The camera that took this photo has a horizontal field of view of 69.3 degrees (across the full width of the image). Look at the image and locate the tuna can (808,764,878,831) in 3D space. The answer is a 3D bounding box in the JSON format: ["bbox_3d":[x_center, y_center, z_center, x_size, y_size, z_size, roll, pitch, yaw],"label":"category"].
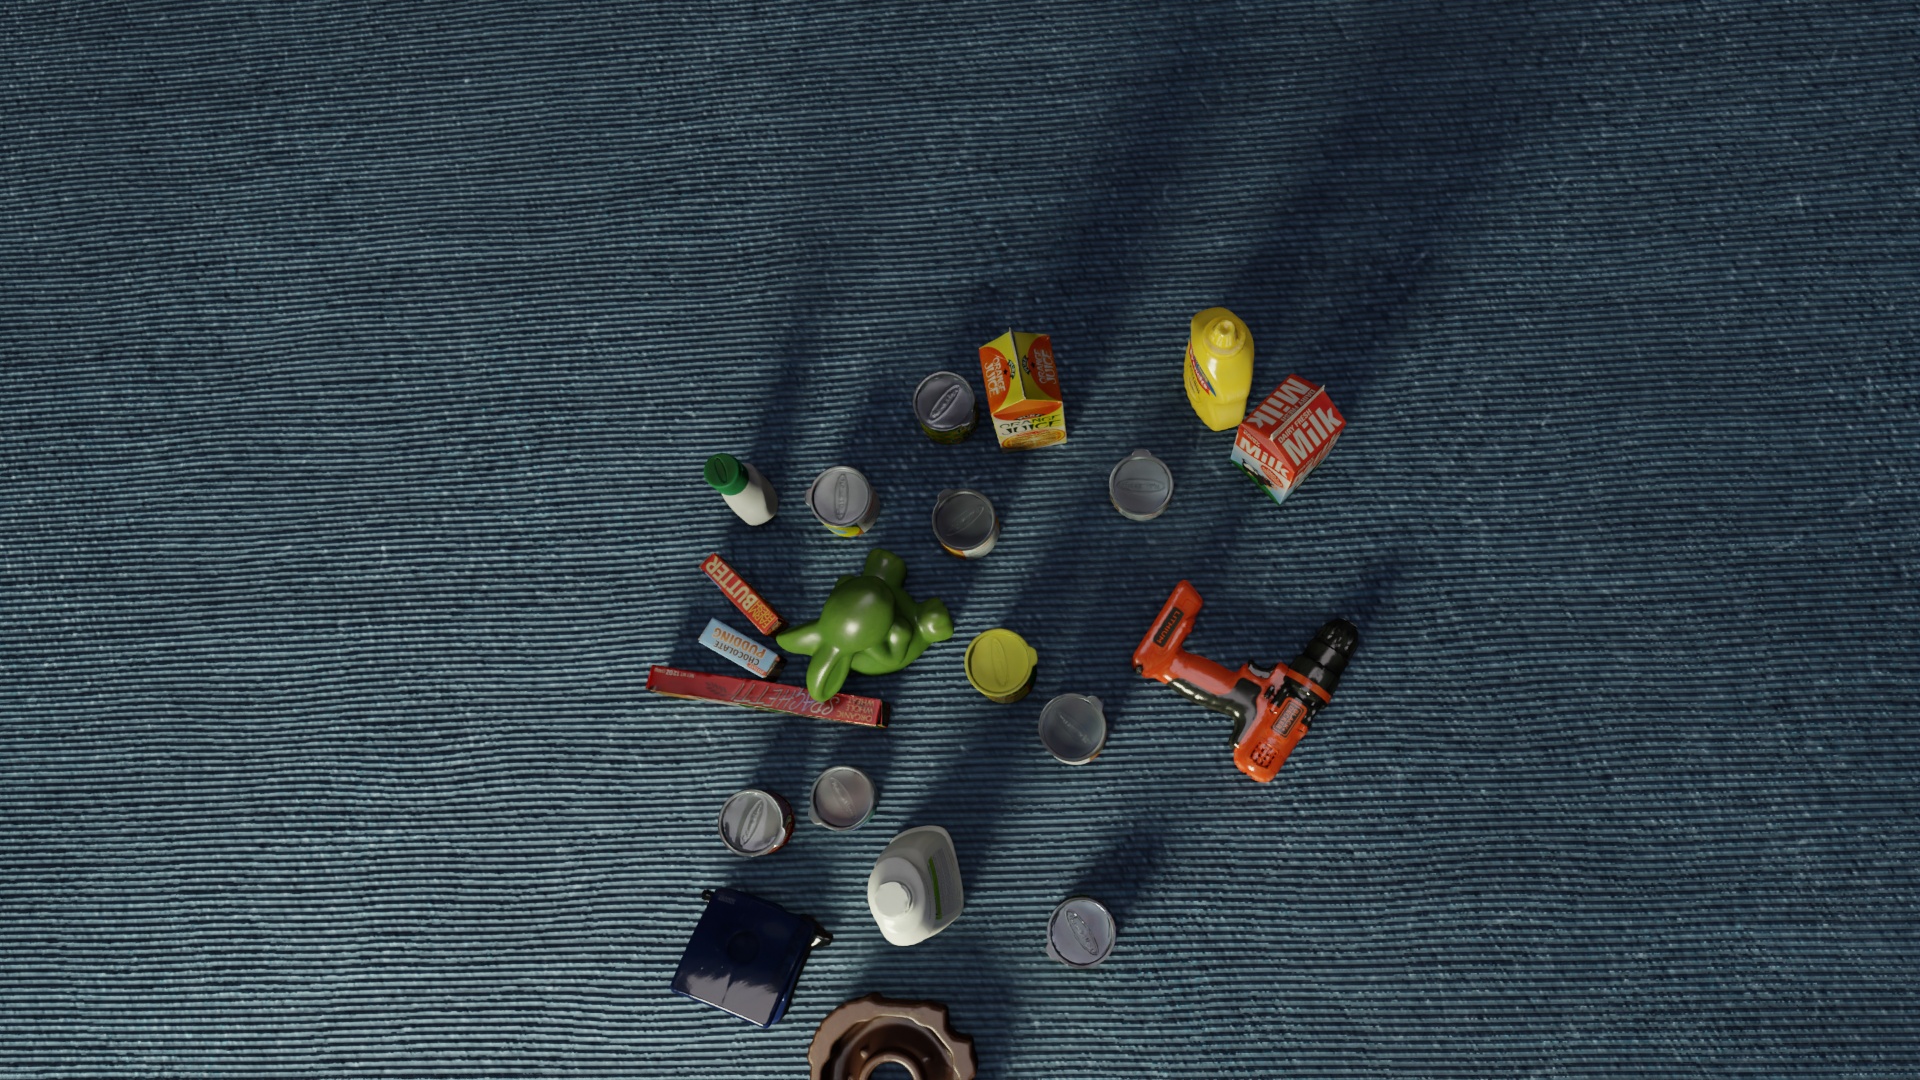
[{"bbox_3d":[-0.120,0.264,1.413,0.071,0.032,0.071,-1,78,6],"label":"tuna can"}]

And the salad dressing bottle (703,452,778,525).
[{"bbox_3d":[-0.227,-0.056,1.435,0.044,0.147,0.064,-22,77,2],"label":"salad dressing bottle"}]

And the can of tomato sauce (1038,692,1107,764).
[{"bbox_3d":[0.114,0.186,1.379,0.071,0.083,0.071,-1,78,6],"label":"can of tomato sauce"}]

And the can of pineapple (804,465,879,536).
[{"bbox_3d":[-0.123,-0.041,1.467,0.071,0.057,0.071,-1,78,6],"label":"can of pineapple"}]

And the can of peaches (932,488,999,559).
[{"bbox_3d":[0.005,-0.018,1.448,0.071,0.058,0.071,-1,78,6],"label":"can of peaches"}]

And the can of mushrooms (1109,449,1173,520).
[{"bbox_3d":[0.189,-0.057,1.449,0.071,0.033,0.071,-1,78,6],"label":"can of mushrooms"}]

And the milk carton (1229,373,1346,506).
[{"bbox_3d":[0.320,-0.101,1.363,0.072,0.190,0.073,-44,77,-4],"label":"milk carton"}]

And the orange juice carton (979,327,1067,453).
[{"bbox_3d":[0.064,-0.150,1.401,0.073,0.192,0.072,-10,78,4],"label":"orange juice carton"}]

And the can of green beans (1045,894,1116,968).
[{"bbox_3d":[0.118,0.379,1.350,0.071,0.057,0.071,-1,78,6],"label":"can of green beans"}]

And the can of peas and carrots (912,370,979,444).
[{"bbox_3d":[-0.012,-0.139,1.475,0.071,0.058,0.071,-1,78,6],"label":"can of peas and carrots"}]

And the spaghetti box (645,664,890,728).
[{"bbox_3d":[-0.197,0.162,1.435,0.250,0.050,0.029,8,79,8],"label":"spaghetti box"}]

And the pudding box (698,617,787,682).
[{"bbox_3d":[-0.227,0.115,1.449,0.084,0.049,0.030,28,83,11],"label":"pudding box"}]

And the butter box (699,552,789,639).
[{"bbox_3d":[-0.226,0.059,1.459,0.103,0.053,0.024,44,86,13],"label":"butter box"}]

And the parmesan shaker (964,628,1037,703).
[{"bbox_3d":[0.045,0.127,1.389,0.071,0.103,0.071,-1,78,6],"label":"parmesan shaker"}]

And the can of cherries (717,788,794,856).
[{"bbox_3d":[-0.204,0.287,1.404,0.071,0.058,0.071,-1,78,6],"label":"can of cherries"}]
